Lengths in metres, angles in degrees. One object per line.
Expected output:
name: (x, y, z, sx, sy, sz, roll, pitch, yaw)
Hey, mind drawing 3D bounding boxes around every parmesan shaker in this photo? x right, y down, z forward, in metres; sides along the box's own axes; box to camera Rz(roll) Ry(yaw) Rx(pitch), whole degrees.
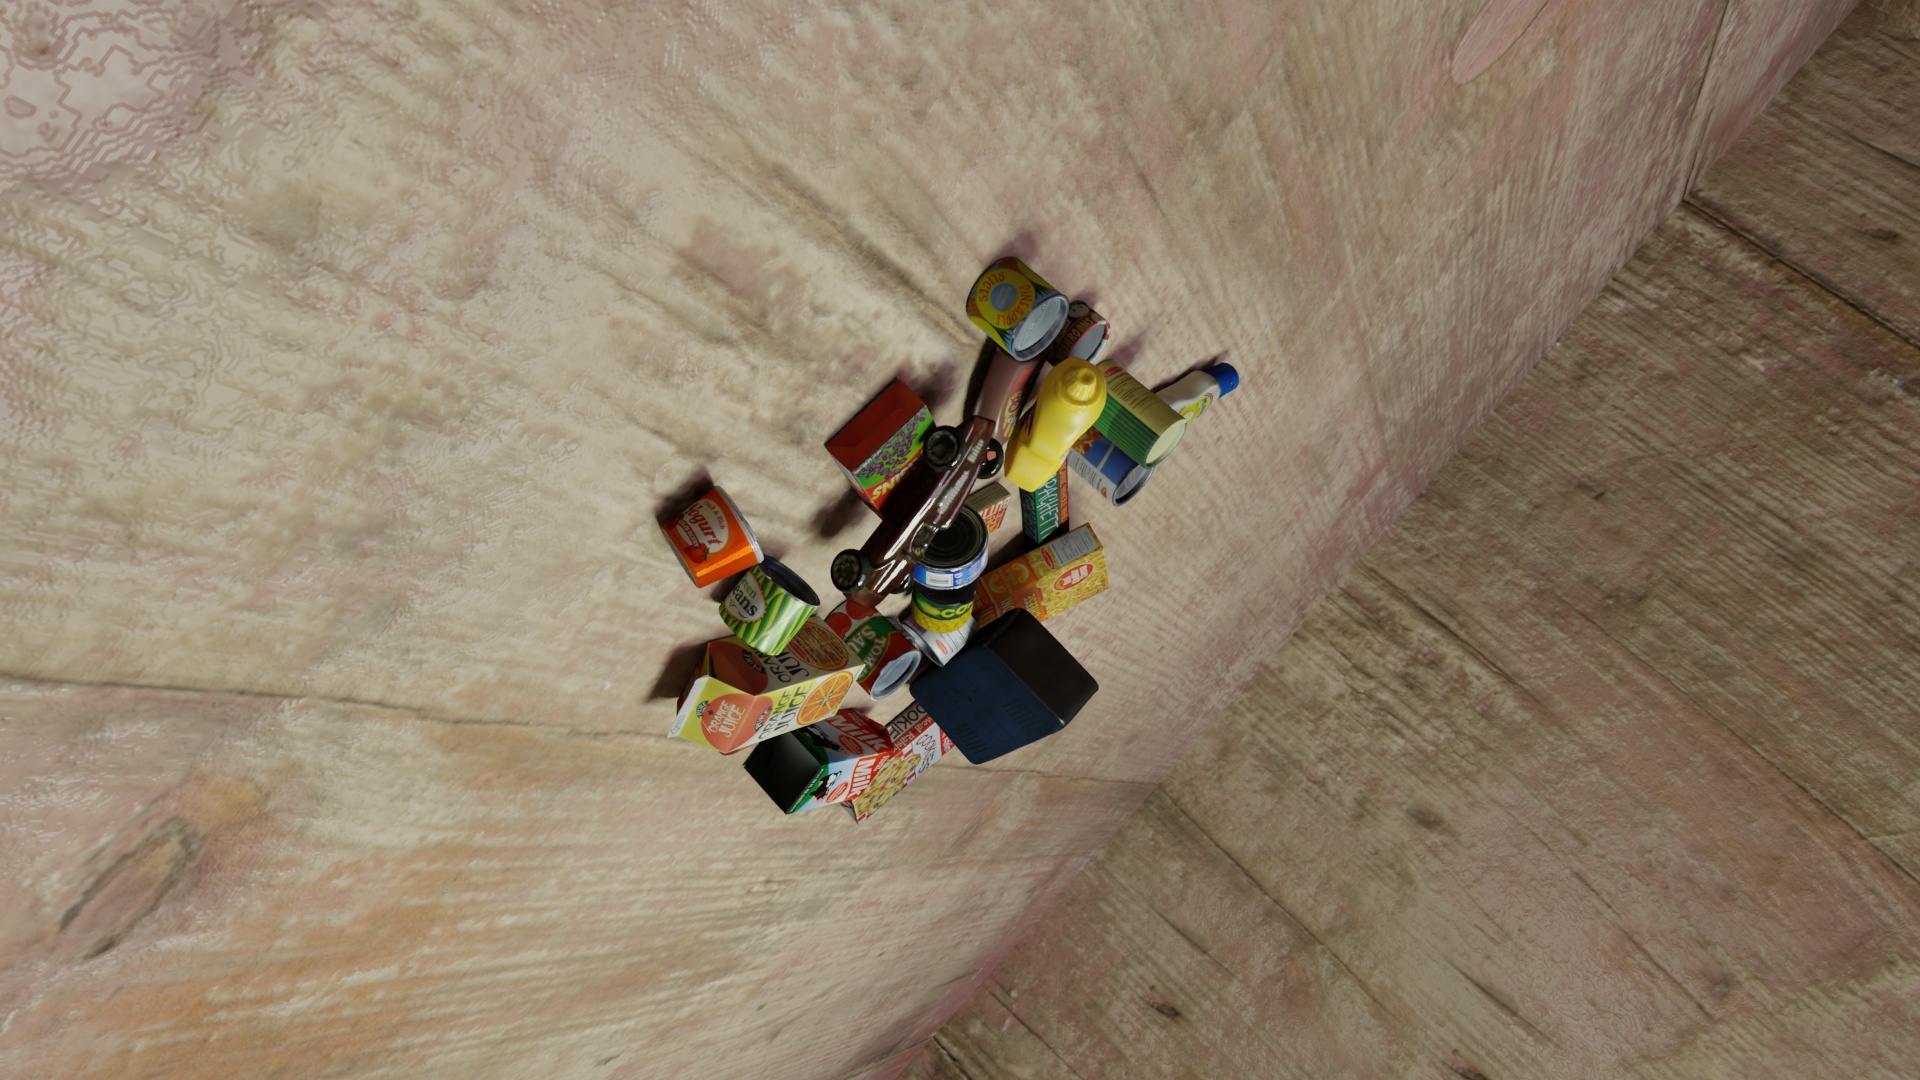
parmesan shaker: (0.171, -0.128, 1.425, 0.071, 0.103, 0.071, -38, 156, -20)

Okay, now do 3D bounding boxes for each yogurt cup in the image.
yogurt cup: (-0.188, 0.000, 1.047, 0.054, 0.072, 0.072, -32, 154, -14)

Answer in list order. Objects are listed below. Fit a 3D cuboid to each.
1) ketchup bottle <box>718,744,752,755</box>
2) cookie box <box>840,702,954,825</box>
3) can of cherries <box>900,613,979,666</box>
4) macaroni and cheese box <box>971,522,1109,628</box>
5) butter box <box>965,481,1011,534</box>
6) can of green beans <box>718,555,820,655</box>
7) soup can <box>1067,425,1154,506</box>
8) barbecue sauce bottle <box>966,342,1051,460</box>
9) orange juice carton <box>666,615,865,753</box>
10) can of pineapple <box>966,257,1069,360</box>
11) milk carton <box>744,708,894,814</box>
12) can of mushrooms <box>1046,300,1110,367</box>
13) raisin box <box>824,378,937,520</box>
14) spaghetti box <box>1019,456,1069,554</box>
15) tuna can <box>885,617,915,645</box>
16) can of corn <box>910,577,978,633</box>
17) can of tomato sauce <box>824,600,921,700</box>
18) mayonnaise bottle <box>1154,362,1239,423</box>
ketchup bottle: (-0.175, 0.163, 1.364, 0.149, 0.043, 0.064, -20, 160, -49)
cookie box: (-0.078, 0.266, 1.719, 0.168, 0.040, 0.122, -38, 156, -19)
can of cherries: (-0.023, 0.092, 1.498, 0.058, 0.071, 0.071, -43, 157, -11)
macaroni and cheese box: (0.086, 0.055, 1.600, 0.166, 0.040, 0.123, -26, 154, -3)
butter box: (0.005, -0.018, 1.414, 0.104, 0.024, 0.052, -29, 151, -37)
can of green beans: (-0.163, 0.055, 1.179, 0.057, 0.071, 0.071, -50, 158, 9)
soup can: (0.159, -0.089, 1.494, 0.071, 0.084, 0.071, -39, 157, -20)
barbecue sauce bottle: (0.034, -0.122, 1.267, 0.065, 0.044, 0.147, -40, 160, -47)
orange juice carton: (-0.183, 0.132, 1.261, 0.193, 0.073, 0.071, -12, 139, -54)
can of pineapple: (0.047, -0.193, 1.153, 0.071, 0.058, 0.070, -38, 156, -21)
milk carton: (-0.140, 0.236, 1.510, 0.072, 0.073, 0.191, -53, 157, 14)
can of mushrooms: (0.107, -0.189, 1.301, 0.071, 0.033, 0.070, -38, 157, -20)
raisin box: (-0.058, -0.073, 1.189, 0.086, 0.040, 0.123, -44, 157, -6)
spaghetti box: (0.094, -0.032, 1.545, 0.050, 0.029, 0.249, -41, 157, -14)
tuna can: (-0.084, 0.117, 1.467, 0.071, 0.033, 0.070, -38, 156, -21)
can of corn: (-0.016, 0.056, 1.438, 0.071, 0.071, 0.058, -35, 155, -27)
can of tomato sauce: (-0.091, 0.105, 1.368, 0.071, 0.083, 0.071, -38, 156, -21)
mayonnaise bottle: (0.266, -0.164, 1.617, 0.149, 0.041, 0.064, -31, 151, -33)
